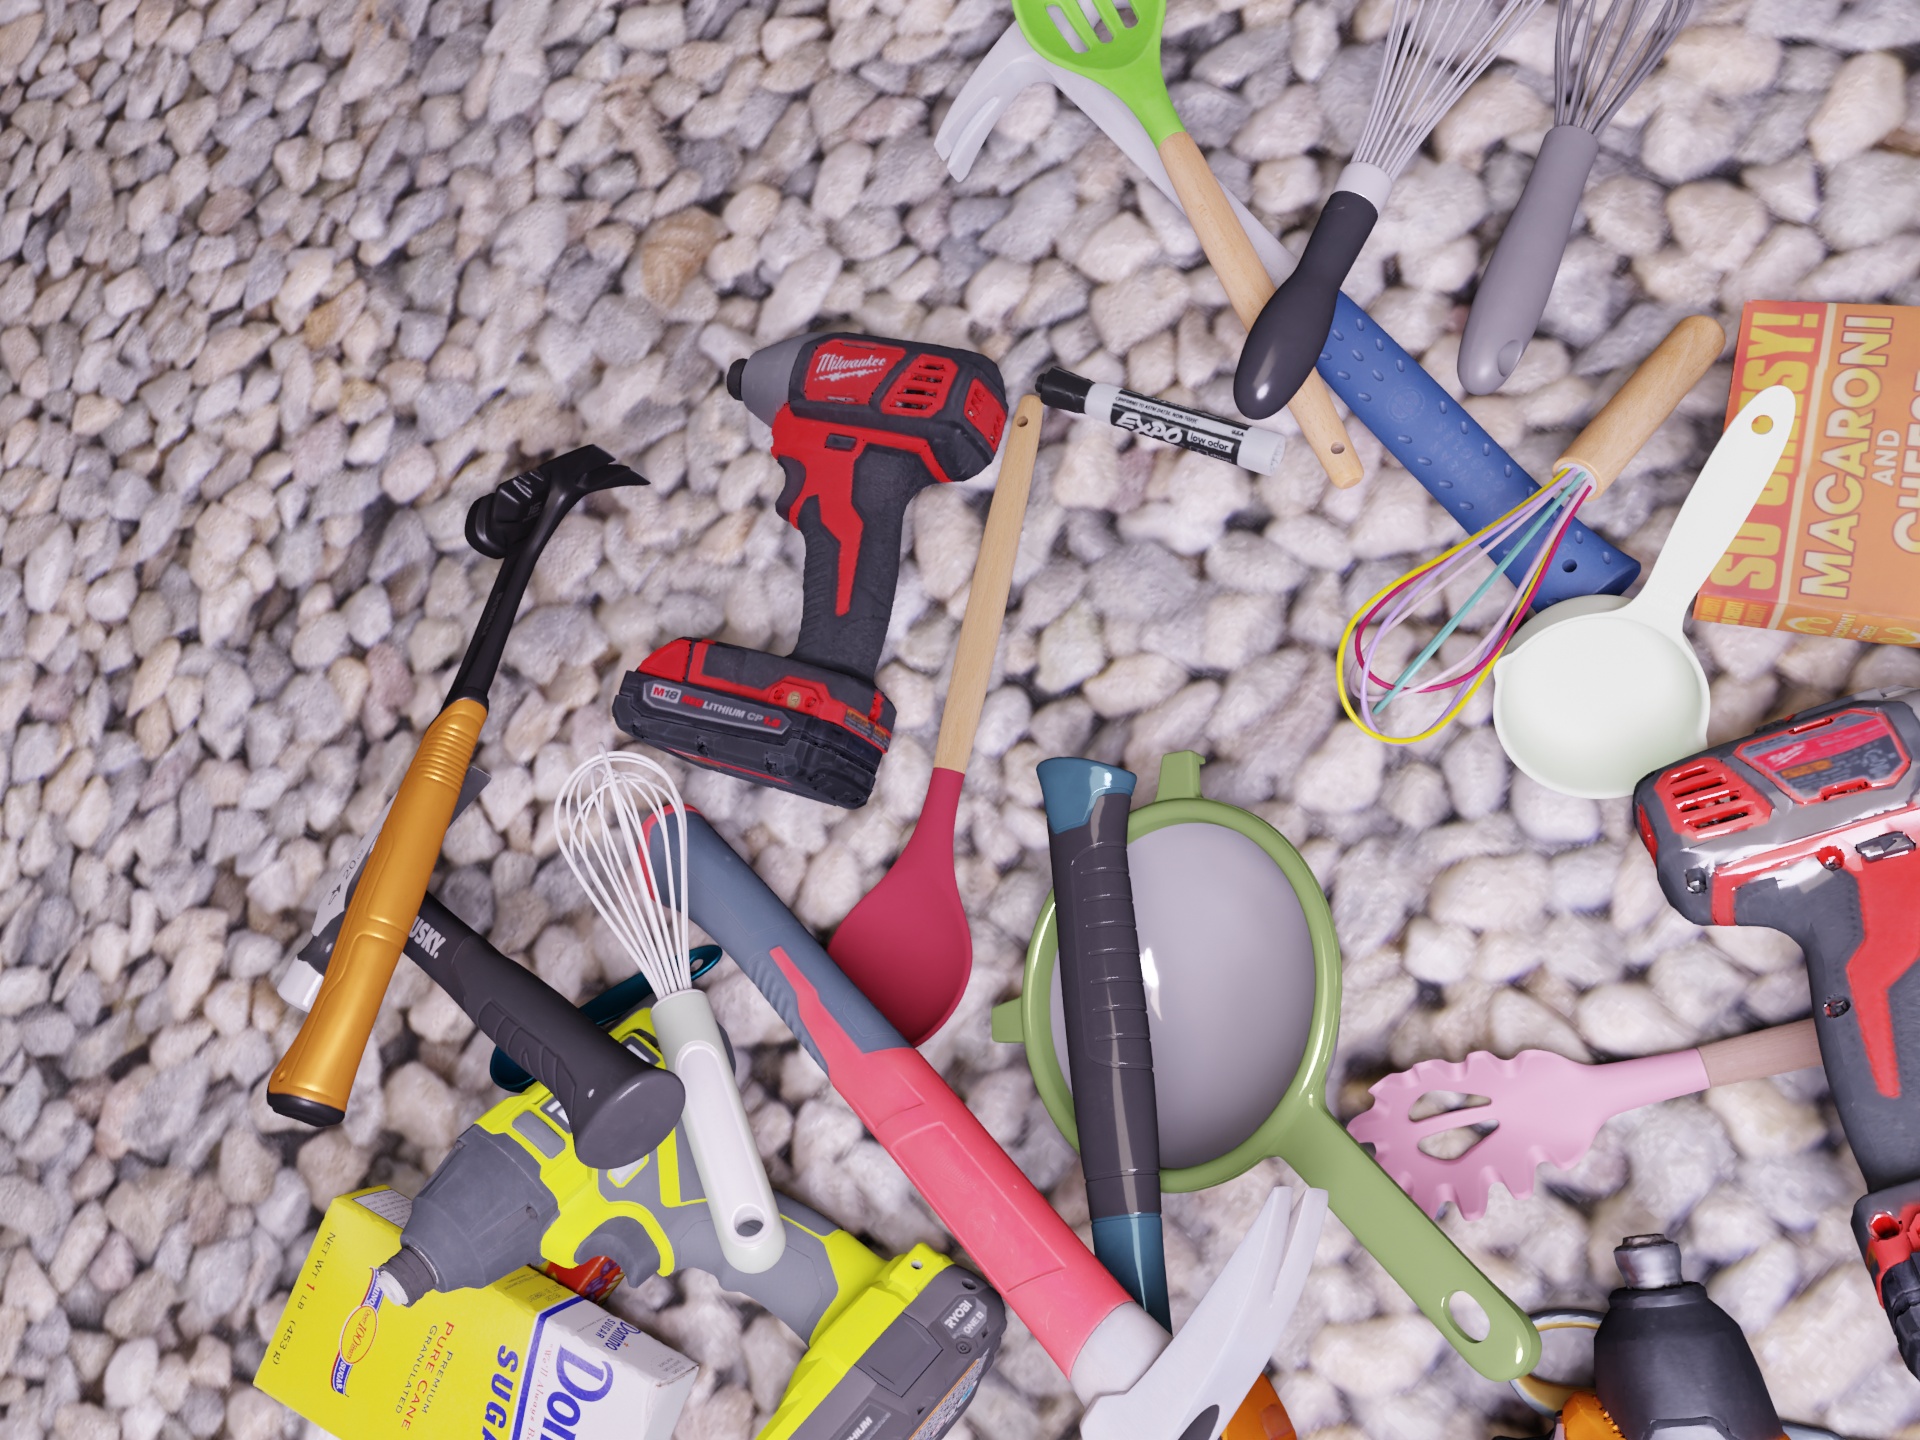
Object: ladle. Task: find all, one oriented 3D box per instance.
[{"bbox_3d":[-0.001,-0.002,0.730,0.069,0.031,0.315,10,79,20],"label":"ladle"}]

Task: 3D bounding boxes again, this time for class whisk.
[{"bbox_3d":[-0.120,0.112,0.667,0.058,0.059,0.247,-17,60,-14],"label":"whisk"},{"bbox_3d":[0.253,-0.240,0.660,0.055,0.055,0.239,19,78,24],"label":"whisk"},{"bbox_3d":[0.221,-0.081,0.605,0.047,0.051,0.245,37,68,21],"label":"whisk"},{"bbox_3d":[0.180,-0.247,0.666,0.070,0.070,0.285,24,79,25],"label":"whisk"}]

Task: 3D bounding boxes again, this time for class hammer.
[{"bbox_3d":[0.060,0.167,0.578,0.128,0.033,0.331,-24,60,39],"label":"hammer"},{"bbox_3d":[-0.240,0.022,0.745,0.127,0.034,0.337,-12,54,43],"label":"hammer"},{"bbox_3d":[-0.026,0.125,0.628,0.387,0.038,0.143,40,103,45],"label":"hammer"},{"bbox_3d":[0.140,-0.194,0.713,0.144,0.035,0.406,-40,67,9],"label":"hammer"},{"bbox_3d":[-0.210,0.109,0.703,0.335,0.035,0.146,17,75,51],"label":"hammer"}]

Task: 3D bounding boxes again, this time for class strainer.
[{"bbox_3d":[0.127,0.138,0.595,0.151,0.069,0.257,-58,45,15],"label":"strainer"}]

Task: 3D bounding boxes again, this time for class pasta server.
[{"bbox_3d":[0.298,0.121,0.574,0.316,0.040,0.060,-18,84,16],"label":"pasta server"}]

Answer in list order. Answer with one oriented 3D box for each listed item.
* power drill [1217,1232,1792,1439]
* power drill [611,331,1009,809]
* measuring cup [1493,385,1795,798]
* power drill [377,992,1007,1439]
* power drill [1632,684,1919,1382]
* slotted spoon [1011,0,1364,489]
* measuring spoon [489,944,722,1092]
[{"bbox_3d":[0.172,0.272,0.554,0.226,0.084,0.164,-14,71,24],"label":"power drill"},{"bbox_3d":[-0.074,-0.080,0.752,0.143,0.078,0.220,14,80,24],"label":"power drill"},{"bbox_3d":[0.259,-0.049,0.592,0.083,0.038,0.167,24,117,7],"label":"measuring cup"},{"bbox_3d":[-0.109,0.229,0.651,0.223,0.171,0.080,33,136,22],"label":"power drill"},{"bbox_3d":[0.342,0.080,0.504,0.188,0.080,0.227,-21,49,18],"label":"power drill"},{"bbox_3d":[0.103,-0.234,0.703,0.070,0.031,0.314,-25,71,6],"label":"slotted spoon"},{"bbox_3d":[-0.167,0.144,0.768,0.128,0.021,0.042,-27,39,5],"label":"measuring spoon"}]
